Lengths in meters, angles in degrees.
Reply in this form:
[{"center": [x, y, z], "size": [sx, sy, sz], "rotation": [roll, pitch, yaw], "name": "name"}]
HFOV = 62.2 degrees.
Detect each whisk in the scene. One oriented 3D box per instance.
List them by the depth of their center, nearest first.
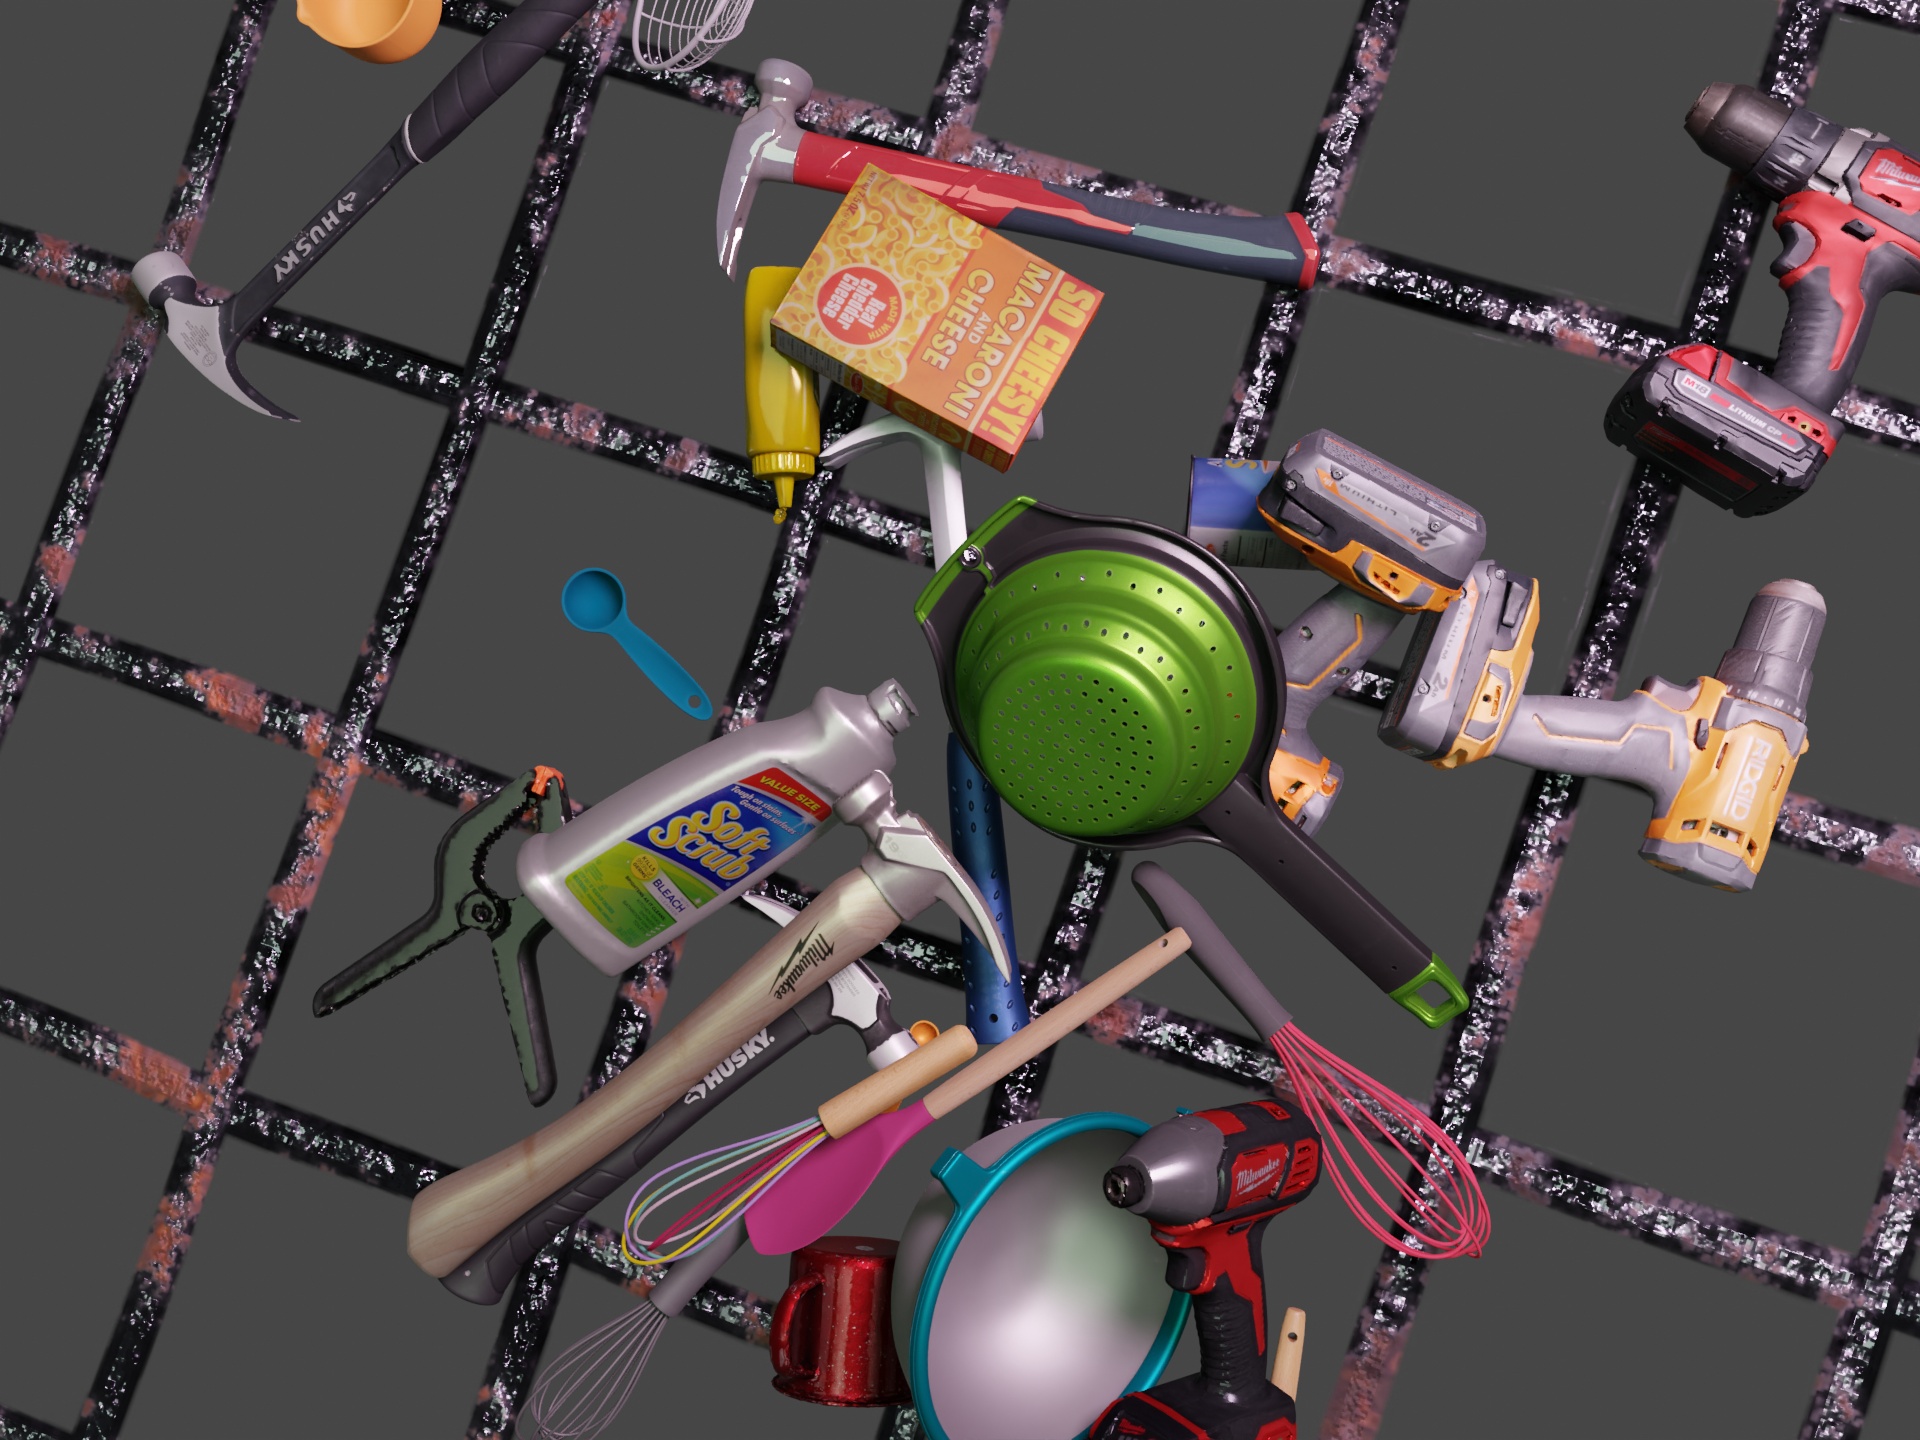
[{"center": [-0.096, 0.253, 0.942], "size": [0.245, 0.047, 0.051], "rotation": [-31, 97, 3], "name": "whisk"}, {"center": [0.201, 0.199, 0.944], "size": [0.073, 0.073, 0.296], "rotation": [-41, 76, 2], "name": "whisk"}, {"center": [-0.185, 0.357, 0.982], "size": [0.055, 0.055, 0.239], "rotation": [41, 86, 9], "name": "whisk"}]

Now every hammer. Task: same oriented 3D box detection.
[{"center": [-0.162, 0.210, 0.953], "size": [0.410, 0.038, 0.146], "rotation": [-39, 91, 7], "name": "hammer"}, {"center": [-0.194, 0.250, 0.995], "size": [0.335, 0.035, 0.146], "rotation": [-38, 78, 4], "name": "hammer"}, {"center": [-0.002, -0.003, 0.998], "size": [0.144, 0.035, 0.405], "rotation": [-6, 84, 6], "name": "hammer"}, {"center": [0.035, -0.317, 1.022], "size": [0.386, 0.038, 0.143], "rotation": [15, 88, 8], "name": "hammer"}, {"center": [-0.367, -0.363, 1.041], "size": [0.409, 0.036, 0.149], "rotation": [-37, 84, 14], "name": "hammer"}]

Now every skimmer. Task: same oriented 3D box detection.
[{"center": [-0.294, -0.531, 1.055], "size": [0.363, 0.090, 0.127], "rotation": [22, 94, 9], "name": "skimmer"}]

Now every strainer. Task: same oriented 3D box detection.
[{"center": [0.026, 0.377, 0.920], "size": [0.095, 0.211, 0.340], "rotation": [15, 100, 51], "name": "strainer"}]

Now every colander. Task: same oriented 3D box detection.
[{"center": [0.132, 0.052, 0.886], "size": [0.397, 0.094, 0.204], "rotation": [43, 120, -4], "name": "colander"}]

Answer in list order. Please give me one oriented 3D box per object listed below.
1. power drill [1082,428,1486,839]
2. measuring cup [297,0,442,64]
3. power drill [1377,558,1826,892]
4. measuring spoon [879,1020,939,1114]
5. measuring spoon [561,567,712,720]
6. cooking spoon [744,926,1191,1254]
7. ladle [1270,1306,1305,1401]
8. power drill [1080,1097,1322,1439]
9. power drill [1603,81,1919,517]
[{"center": [0.179, -0.049, 0.921], "size": [0.164, 0.084, 0.226], "rotation": [29, 116, 4], "name": "power drill"}, {"center": [-0.418, -0.530, 1.083], "size": [0.095, 0.052, 0.173], "rotation": [-29, 86, 9], "name": "measuring cup"}, {"center": [0.383, -0.023, 0.932], "size": [0.226, 0.084, 0.185], "rotation": [22, 87, 4], "name": "power drill"}, {"center": [-0.047, 0.239, 0.995], "size": [0.021, 0.011, 0.117], "rotation": [31, 93, 14], "name": "measuring spoon"}, {"center": [-0.208, -0.047, 1.040], "size": [0.042, 0.021, 0.128], "rotation": [-44, 90, 0], "name": "measuring spoon"}, {"center": [0.003, 0.217, 0.945], "size": [0.319, 0.017, 0.069], "rotation": [-35, 42, 5], "name": "cooking spoon"}, {"center": [0.169, 0.505, 0.933], "size": [0.069, 0.031, 0.315], "rotation": [11, 84, 8], "name": "ladle"}, {"center": [0.131, 0.327, 0.886], "size": [0.079, 0.143, 0.219], "rotation": [9, 96, 52], "name": "power drill"}, {"center": [0.477, -0.257, 0.944], "size": [0.188, 0.080, 0.227], "rotation": [34, 87, 9], "name": "power drill"}]
